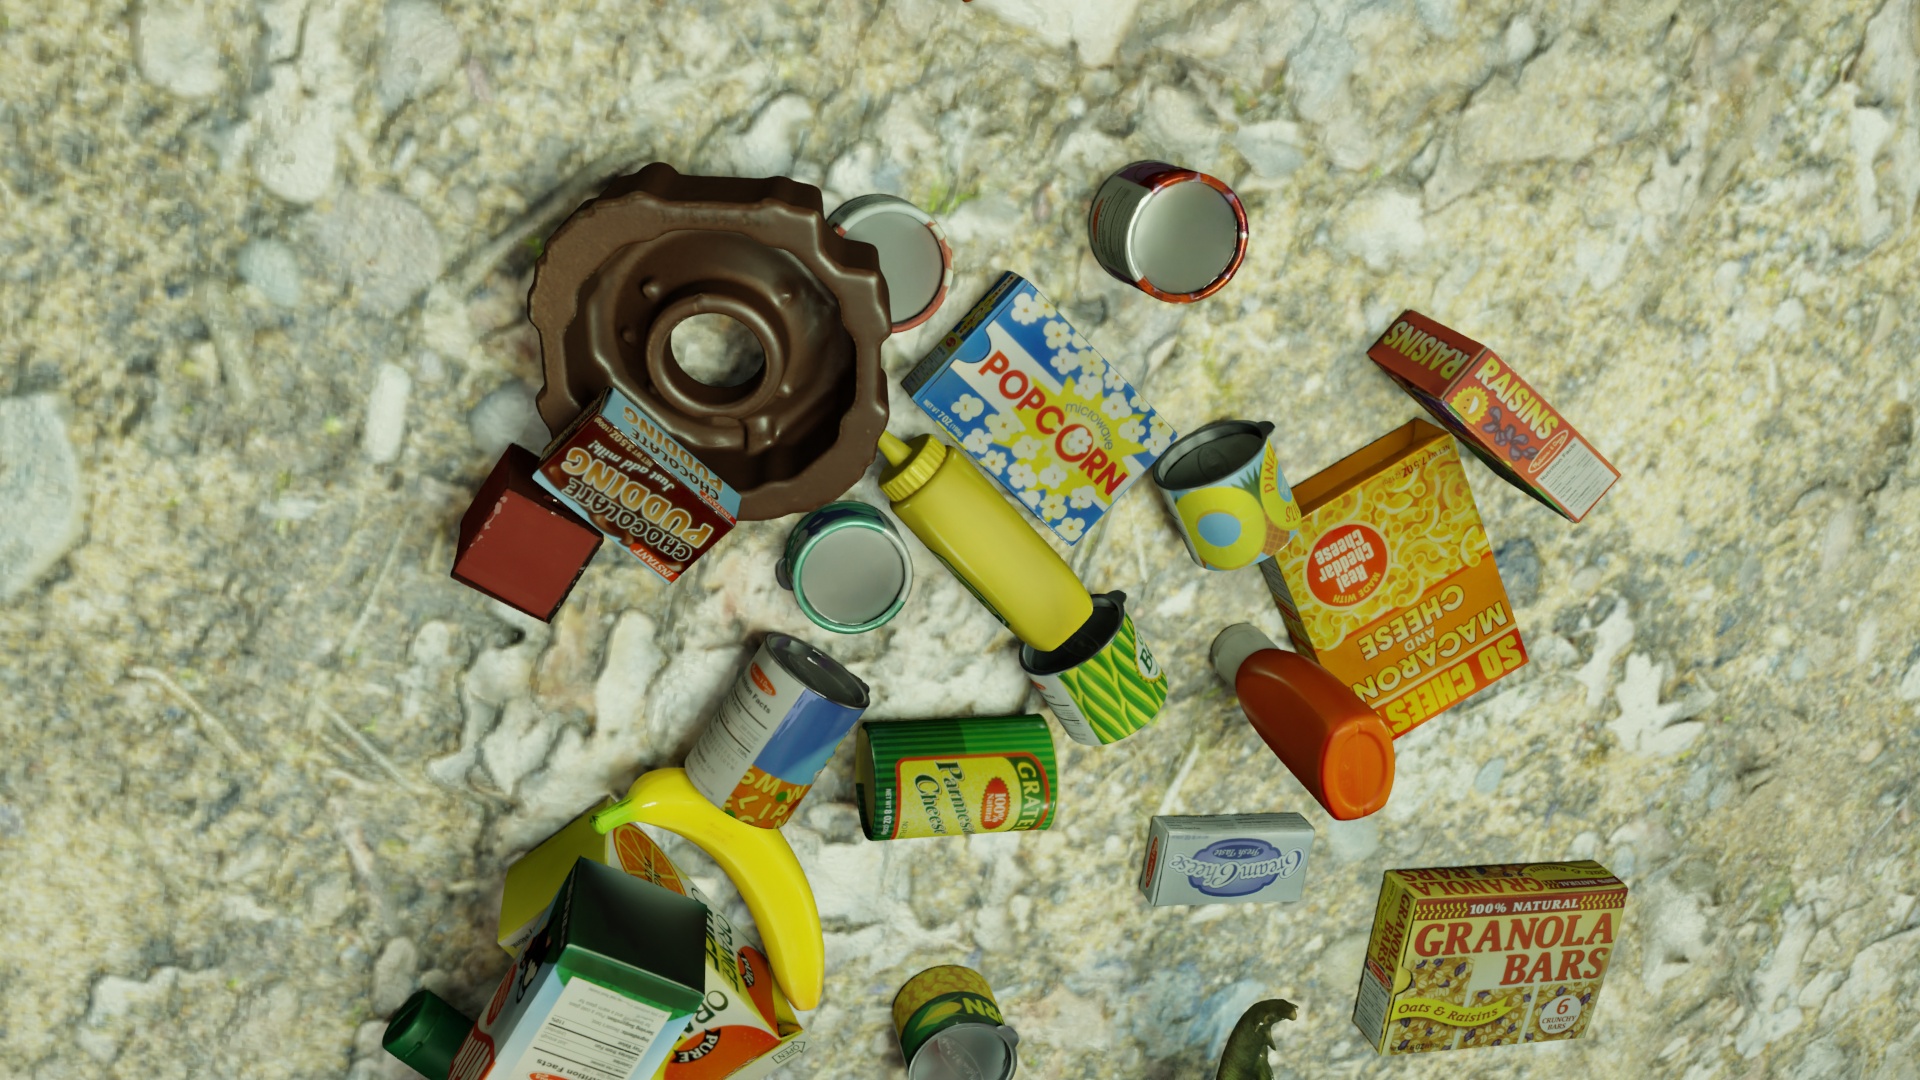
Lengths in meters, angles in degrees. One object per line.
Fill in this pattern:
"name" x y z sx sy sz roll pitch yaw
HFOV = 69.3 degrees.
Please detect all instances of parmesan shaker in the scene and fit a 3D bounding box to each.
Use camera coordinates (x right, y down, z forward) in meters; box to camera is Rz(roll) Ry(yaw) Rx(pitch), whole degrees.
"parmesan shaker" -0.004 0.135 0.782 0.103 0.071 0.071 -1 110 -14

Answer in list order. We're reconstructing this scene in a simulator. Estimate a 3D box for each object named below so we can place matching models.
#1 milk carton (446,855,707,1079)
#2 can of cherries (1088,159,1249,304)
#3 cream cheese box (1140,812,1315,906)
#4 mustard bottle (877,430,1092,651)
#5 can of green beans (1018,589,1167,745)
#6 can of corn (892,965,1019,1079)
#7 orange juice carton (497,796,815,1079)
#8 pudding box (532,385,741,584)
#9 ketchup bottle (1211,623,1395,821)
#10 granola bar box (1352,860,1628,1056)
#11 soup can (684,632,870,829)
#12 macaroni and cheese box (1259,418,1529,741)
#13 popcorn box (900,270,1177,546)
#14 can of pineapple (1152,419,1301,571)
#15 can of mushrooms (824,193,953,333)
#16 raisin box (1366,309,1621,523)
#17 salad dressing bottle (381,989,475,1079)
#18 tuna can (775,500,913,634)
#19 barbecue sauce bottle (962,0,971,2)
"milk carton" -0.204 0.260 0.692 0.073 0.072 0.190 28 104 -20
"can of cherries" 0.108 -0.158 0.710 0.071 0.058 0.071 -5 110 -12
"cream cheese box" 0.168 0.200 0.873 0.104 0.024 0.053 2 109 -15
"mustard bottle" 0.003 -0.009 0.736 0.049 0.065 0.160 -45 108 -2
"can of green beans" 0.075 0.073 0.780 0.071 0.071 0.057 -34 115 -1
"can of corn" -0.003 0.301 0.846 0.071 0.058 0.071 -5 110 -13
"orange juice carton" -0.164 0.242 0.774 0.072 0.073 0.192 -35 114 1
"pudding box" -0.150 -0.025 0.646 0.049 0.030 0.083 -38 115 20
"ketchup bottle" 0.184 0.092 0.770 0.043 0.149 0.064 -14 113 -10
"granola bar box" 0.360 0.283 0.945 0.166 0.039 0.123 1 109 -15
"soup can" -0.097 0.103 0.747 0.071 0.071 0.083 30 100 -22
"macaroni and cheese box" 0.255 0.030 0.826 0.124 0.040 0.166 -29 113 -3
"popcorn box" 0.043 -0.069 0.737 0.085 0.038 0.126 -46 114 6
"can of pineapple" 0.149 -0.025 0.763 0.071 0.071 0.057 -30 115 -2
"can of mushrooms" -0.038 -0.136 0.694 0.071 0.033 0.070 -5 110 -14
"raisin box" 0.296 -0.070 0.776 0.123 0.086 0.040 36 102 -23
"salad dressing bottle" -0.258 0.311 0.791 0.064 0.044 0.147 -42 113 5
"tuna can" -0.062 0.015 0.742 0.071 0.033 0.070 -5 110 -13
"barbecue sauce bottle" -0.033 -0.313 0.627 0.065 0.044 0.148 -44 114 4
